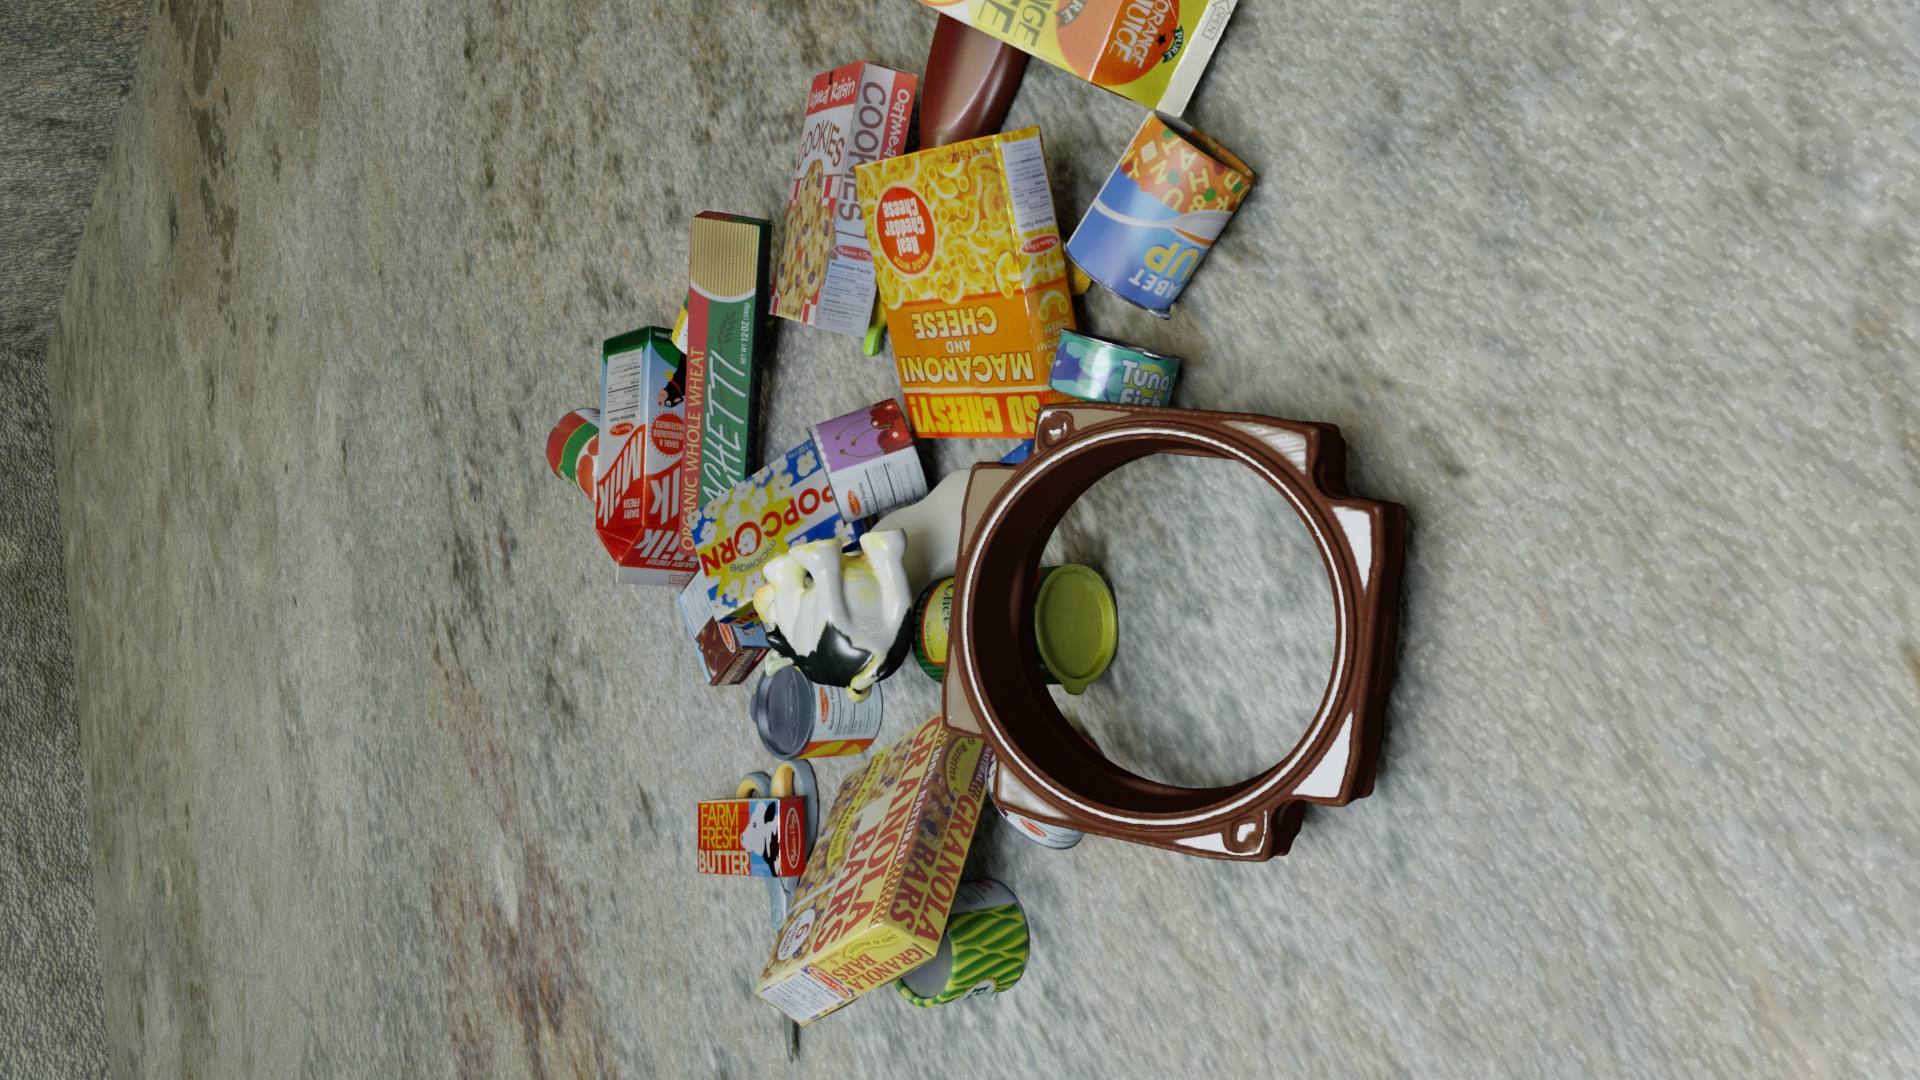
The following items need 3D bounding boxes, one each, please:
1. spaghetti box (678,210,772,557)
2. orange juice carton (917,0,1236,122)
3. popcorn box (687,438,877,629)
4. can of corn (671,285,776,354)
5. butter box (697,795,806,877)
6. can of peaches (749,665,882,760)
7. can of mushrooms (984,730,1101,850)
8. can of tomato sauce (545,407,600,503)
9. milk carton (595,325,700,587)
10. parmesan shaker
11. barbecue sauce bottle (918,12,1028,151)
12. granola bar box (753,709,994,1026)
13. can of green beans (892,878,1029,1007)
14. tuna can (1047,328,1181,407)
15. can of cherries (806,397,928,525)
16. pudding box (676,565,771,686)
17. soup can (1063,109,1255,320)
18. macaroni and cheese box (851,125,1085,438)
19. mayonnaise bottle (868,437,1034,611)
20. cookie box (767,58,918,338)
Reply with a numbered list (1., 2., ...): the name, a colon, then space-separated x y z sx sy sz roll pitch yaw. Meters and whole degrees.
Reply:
1. spaghetti box: -0.167 -0.103 0.981 0.050 0.029 0.249 10 110 9
2. orange juice carton: 0.054 -0.300 0.762 0.193 0.073 0.071 32 111 20
3. popcorn box: -0.119 -0.005 0.941 0.126 0.038 0.085 -29 66 23
4. can of corn: -0.170 -0.163 1.016 0.071 0.071 0.058 43 117 40
5. butter box: -0.145 0.204 0.957 0.103 0.024 0.053 -13 76 46
6. can of peaches: -0.095 0.110 0.914 0.071 0.058 0.071 -5 84 47
7. can of mushrooms: 0.049 0.130 0.756 0.033 0.071 0.071 -53 52 30
8. can of tomato sauce: -0.288 -0.063 1.127 0.083 0.071 0.071 28 107 43
9. milk carton: -0.228 -0.060 1.061 0.073 0.072 0.190 -5 82 46
10. parmesan shaker: 0.028 0.052 0.783 0.103 0.071 0.071 -7 81 46
11. barbecue sauce bottle: 0.003 -0.276 0.859 0.065 0.044 0.148 29 108 38
12. granola bar box: -0.042 0.182 0.795 0.123 0.039 0.166 -39 19 37
13. can of green beans: -0.003 0.233 0.805 0.071 0.058 0.071 -5 83 46
14. tuna can: 0.083 -0.089 0.740 0.071 0.071 0.032 26 106 45
15. can of cherries: -0.058 -0.052 0.871 0.071 0.058 0.071 163 86 -86
16. pudding box: -0.176 0.060 1.024 0.049 0.030 0.084 -48 55 31
17. soup can: 0.106 -0.170 0.725 0.083 0.071 0.071 -57 50 26
18. macaroni and cheese box: 0.007 -0.144 0.802 0.123 0.040 0.166 5 113 48
19. mayonnaise bottle: 0.003 -0.010 0.836 0.147 0.041 0.065 -35 63 38
20. cookie box: -0.081 -0.224 0.916 0.123 0.040 0.167 -150 71 -66
